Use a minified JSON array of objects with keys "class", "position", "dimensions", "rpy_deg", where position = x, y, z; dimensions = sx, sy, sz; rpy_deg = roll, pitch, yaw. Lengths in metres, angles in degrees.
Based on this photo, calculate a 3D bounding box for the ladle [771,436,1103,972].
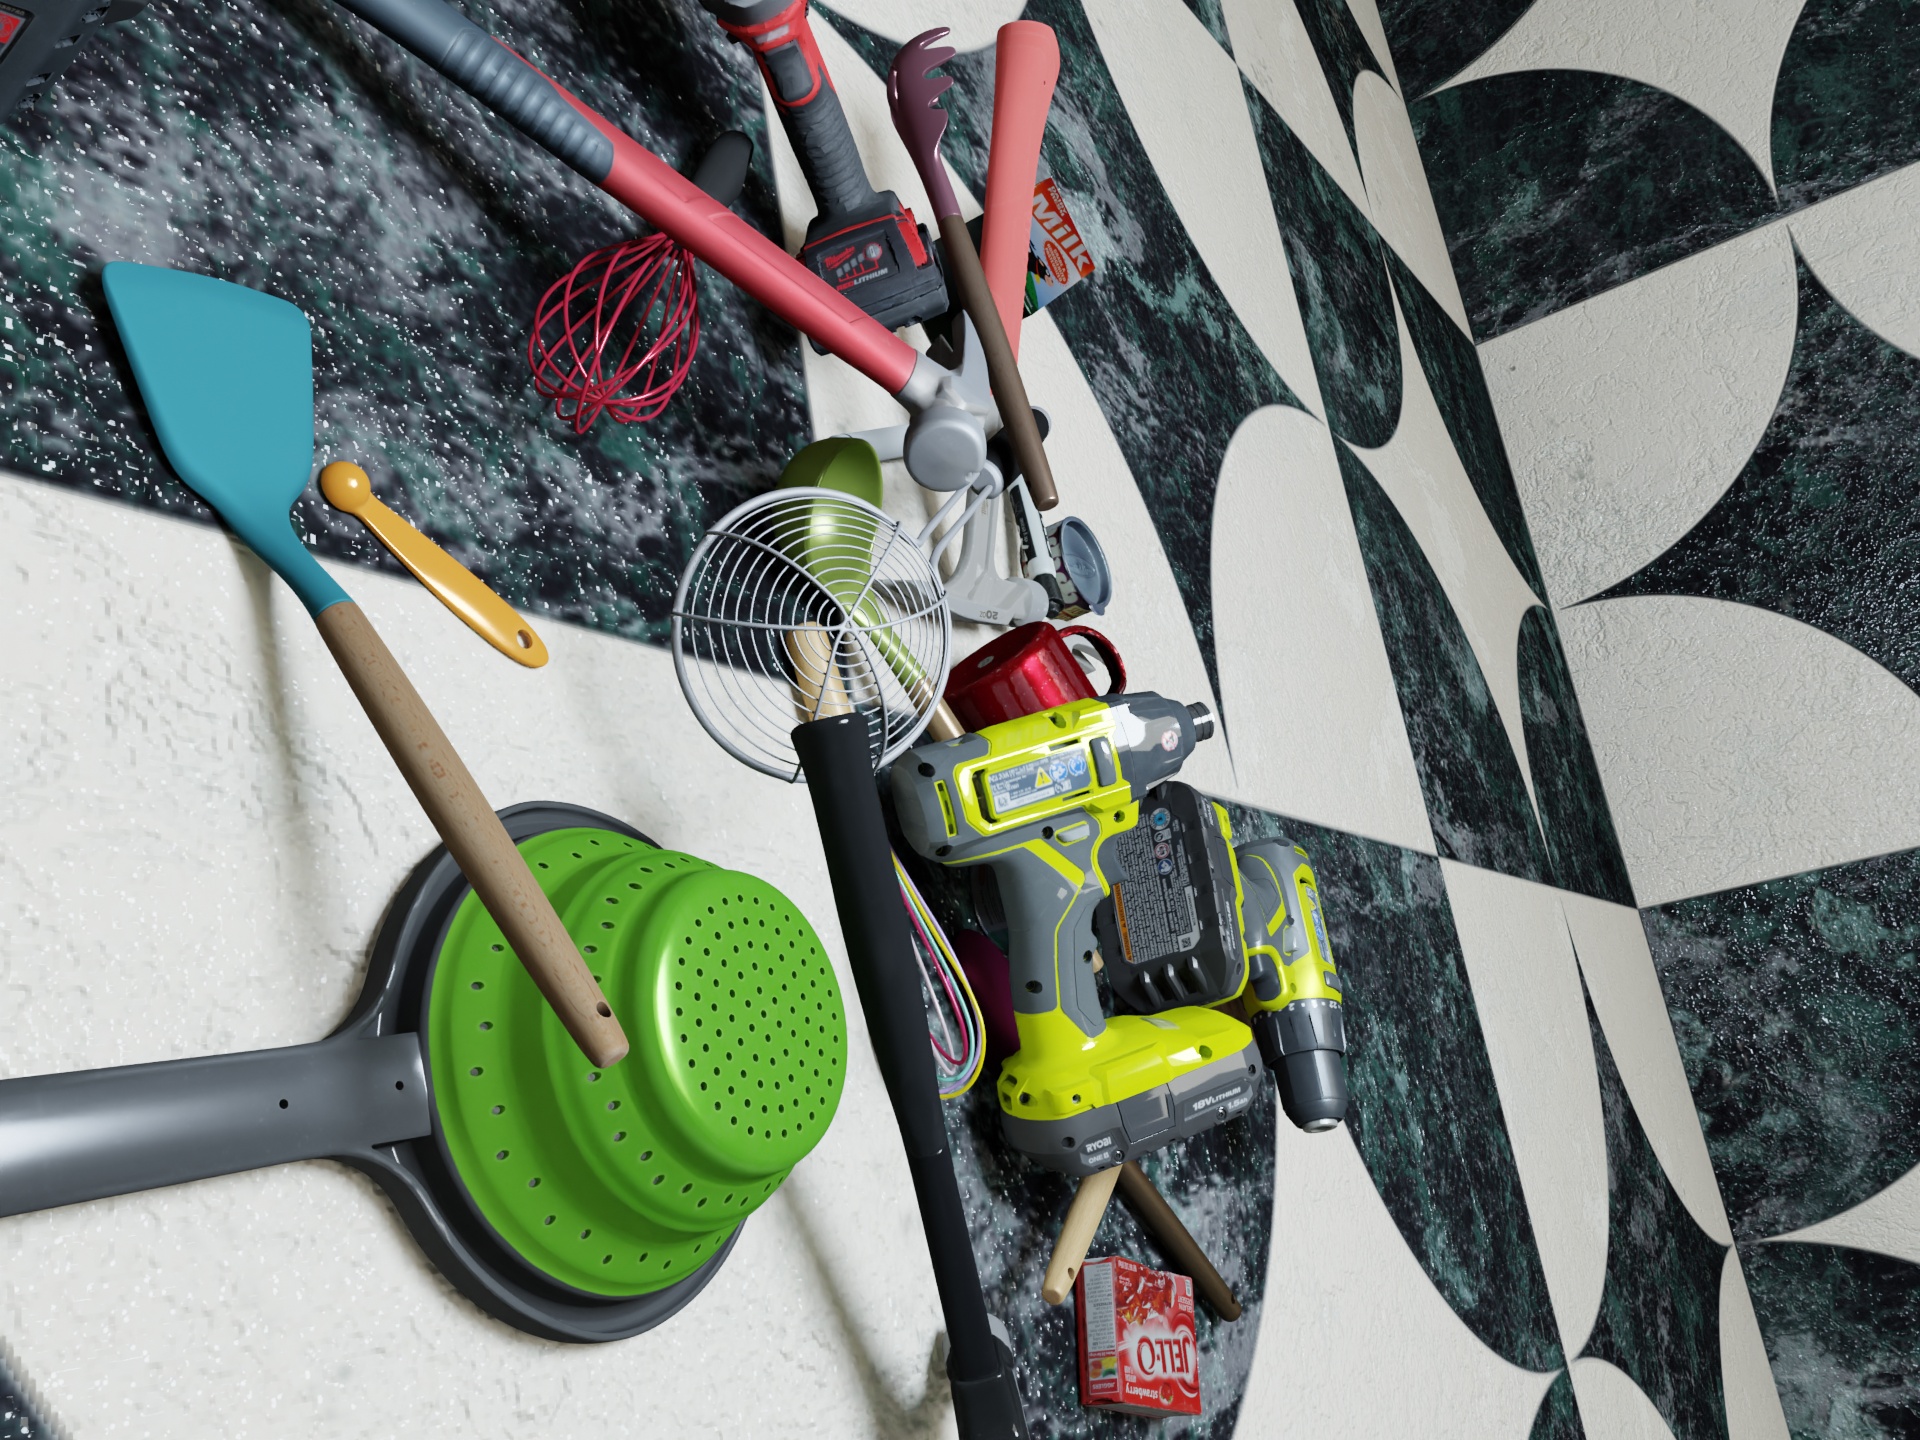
[{"class":"ladle","position":[-0.001,-0.003,0.839],"dimensions":[0.320,0.062,0.078],"rpy_deg":[58,36,-8]}]

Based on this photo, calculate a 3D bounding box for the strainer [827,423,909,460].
[{"class":"strainer","position":[-0.013,-0.174,0.974],"dimensions":[0.258,0.050,0.087],"rpy_deg":[-26,110,-56]}]

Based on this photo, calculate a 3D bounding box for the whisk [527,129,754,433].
[{"class":"whisk","position":[-0.143,-0.227,0.776],"dimensions":[0.073,0.073,0.296],"rpy_deg":[52,30,-29]}]

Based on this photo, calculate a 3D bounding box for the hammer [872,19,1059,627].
[{"class":"hammer","position":[0.017,-0.238,0.945],"dimensions":[0.149,0.037,0.359],"rpy_deg":[8,87,-56]}]

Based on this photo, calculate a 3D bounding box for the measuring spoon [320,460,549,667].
[{"class":"measuring spoon","position":[-0.202,-0.060,0.624],"dimensions":[0.116,0.011,0.021],"rpy_deg":[47,37,-34]}]

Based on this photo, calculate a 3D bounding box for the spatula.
[{"class":"spatula","position":[-0.192,-0.023,0.530],"dimensions":[0.318,0.044,0.082],"rpy_deg":[53,23,17]}]

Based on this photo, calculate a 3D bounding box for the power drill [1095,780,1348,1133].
[{"class":"power drill","position":[0.172,0.146,0.984],"dimensions":[0.228,0.080,0.191],"rpy_deg":[32,43,-50]}]

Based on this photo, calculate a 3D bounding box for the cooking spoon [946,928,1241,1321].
[{"class":"cooking spoon","position":[0.081,0.240,0.904],"dimensions":[0.318,0.017,0.069],"rpy_deg":[55,34,-23]}]

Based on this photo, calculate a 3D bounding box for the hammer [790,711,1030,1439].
[{"class":"hammer","position":[-0.018,0.158,0.648],"dimensions":[0.146,0.035,0.334],"rpy_deg":[-120,-163,-79]}]

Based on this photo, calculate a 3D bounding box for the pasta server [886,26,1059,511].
[{"class":"pasta server","position":[0.009,-0.254,0.877],"dimensions":[0.060,0.040,0.316],"rpy_deg":[110,-34,-65]}]

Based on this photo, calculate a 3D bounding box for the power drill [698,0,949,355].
[{"class":"power drill","position":[-0.079,-0.315,0.834],"dimensions":[0.143,0.078,0.219],"rpy_deg":[-97,167,-61]}]

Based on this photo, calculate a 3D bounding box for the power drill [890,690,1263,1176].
[{"class":"power drill","position":[0.072,0.102,0.818],"dimensions":[0.171,0.080,0.223],"rpy_deg":[-16,97,-19]}]

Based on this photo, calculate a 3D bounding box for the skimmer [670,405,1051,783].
[{"class":"skimmer","position":[-0.026,-0.090,0.793],"dimensions":[0.127,0.090,0.363],"rpy_deg":[55,26,-12]}]

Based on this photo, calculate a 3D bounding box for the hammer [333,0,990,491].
[{"class":"hammer","position":[-0.144,-0.247,0.703],"dimensions":[0.386,0.038,0.143],"rpy_deg":[32,31,-24]}]

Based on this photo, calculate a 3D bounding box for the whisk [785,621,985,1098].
[{"class":"whisk","position":[-0.038,0.065,0.784],"dimensions":[0.051,0.047,0.245],"rpy_deg":[-10,77,-38]}]

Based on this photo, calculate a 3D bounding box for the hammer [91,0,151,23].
[{"class":"hammer","position":[-0.324,-0.405,0.604],"dimensions":[0.127,0.034,0.337],"rpy_deg":[26,52,-51]}]

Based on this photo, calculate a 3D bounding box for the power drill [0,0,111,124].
[{"class":"power drill","position":[-0.355,-0.308,0.459],"dimensions":[0.187,0.080,0.227],"rpy_deg":[1,69,-53]}]

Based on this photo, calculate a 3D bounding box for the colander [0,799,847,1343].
[{"class":"colander","position":[-0.152,0.113,0.522],"dimensions":[0.396,0.094,0.205],"rpy_deg":[7,67,-57]}]

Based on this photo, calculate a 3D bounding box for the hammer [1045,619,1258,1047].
[{"class":"hammer","position":[0.120,0.082,1.048],"dimensions":[0.331,0.031,0.130],"rpy_deg":[61,32,-16]}]

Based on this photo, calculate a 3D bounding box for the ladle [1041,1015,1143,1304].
[{"class":"ladle","position":[0.092,0.217,0.895],"dimensions":[0.069,0.031,0.315],"rpy_deg":[61,27,-10]}]
